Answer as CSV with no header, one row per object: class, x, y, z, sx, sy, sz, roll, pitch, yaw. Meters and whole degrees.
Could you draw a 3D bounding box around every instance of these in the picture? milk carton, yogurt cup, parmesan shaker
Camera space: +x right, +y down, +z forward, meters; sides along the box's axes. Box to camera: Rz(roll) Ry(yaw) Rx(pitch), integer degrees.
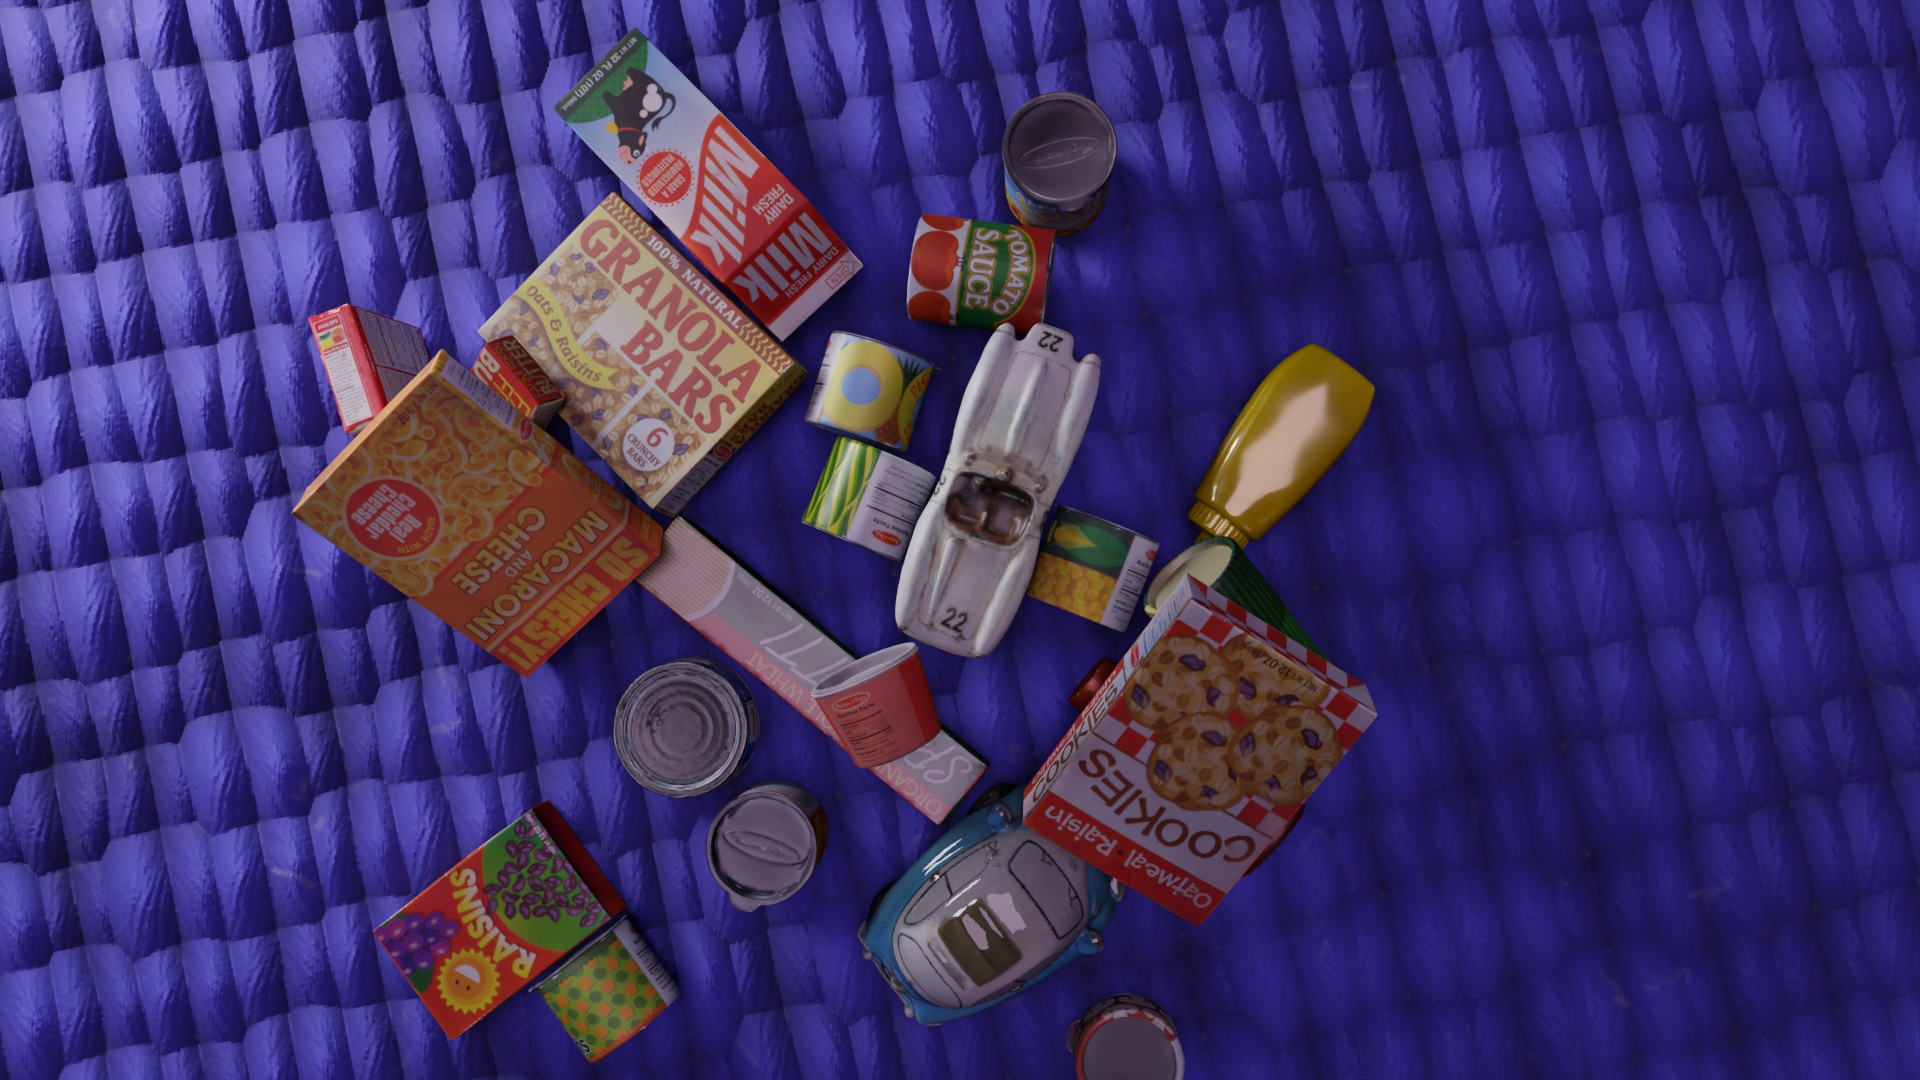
milk carton,-0.150,-0.213,0.853,0.072,0.073,0.190,-44,87,0
yogurt cup,-0.046,0.097,0.811,0.072,0.072,0.054,-24,95,2
parmesan shaker,0.165,0.054,0.812,0.071,0.071,0.103,-40,109,1

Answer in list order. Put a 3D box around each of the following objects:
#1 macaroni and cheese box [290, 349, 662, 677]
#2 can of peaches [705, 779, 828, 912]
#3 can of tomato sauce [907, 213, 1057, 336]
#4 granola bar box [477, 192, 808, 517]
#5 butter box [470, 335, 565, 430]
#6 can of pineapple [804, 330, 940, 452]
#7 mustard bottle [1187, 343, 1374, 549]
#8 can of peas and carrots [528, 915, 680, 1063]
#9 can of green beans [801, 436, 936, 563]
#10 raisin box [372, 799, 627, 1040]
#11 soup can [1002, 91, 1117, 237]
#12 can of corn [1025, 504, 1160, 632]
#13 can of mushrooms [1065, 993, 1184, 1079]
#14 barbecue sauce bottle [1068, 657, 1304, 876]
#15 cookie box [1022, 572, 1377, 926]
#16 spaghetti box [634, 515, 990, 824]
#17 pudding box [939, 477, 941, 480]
macaroni and cheese box,-0.280,-0.012,0.820,0.123,0.040,0.166,-41,117,13
can of peaches,-0.117,0.184,0.842,0.071,0.058,0.071,0,88,2
can of tomato sauce,0.013,-0.161,0.845,0.083,0.071,0.071,8,88,3
granola bar box,-0.195,-0.115,0.856,0.166,0.039,0.124,44,90,13
butter box,-0.284,-0.072,0.849,0.053,0.024,0.103,48,127,7
can of pineapple,-0.054,-0.090,0.847,0.071,0.071,0.058,18,89,3
mustard bottle,0.182,-0.042,0.843,0.065,0.049,0.160,39,91,6
can of peas and carrots,-0.214,0.272,0.838,0.071,0.071,0.059,-38,87,1
can of green beans,-0.055,-0.025,0.844,0.071,0.071,0.058,22,88,3
raisin box,-0.283,0.233,0.857,0.123,0.040,0.086,-38,87,-1
soup can,0.059,-0.222,0.839,0.071,0.084,0.071,0,88,3
can of corn,0.077,0.016,0.838,0.071,0.071,0.058,21,89,3
can of mushrooms,0.099,0.312,0.839,0.071,0.033,0.071,0,88,2
barbecue sauce bottle,0.132,0.132,0.840,0.148,0.044,0.065,41,95,4
cookie box,0.130,0.120,0.777,0.123,0.040,0.167,32,109,-7
spaghetti box,-0.092,0.080,0.860,0.250,0.028,0.050,39,89,4
pudding box,0.003,-0.011,0.859,0.050,0.030,0.083,22,89,2
